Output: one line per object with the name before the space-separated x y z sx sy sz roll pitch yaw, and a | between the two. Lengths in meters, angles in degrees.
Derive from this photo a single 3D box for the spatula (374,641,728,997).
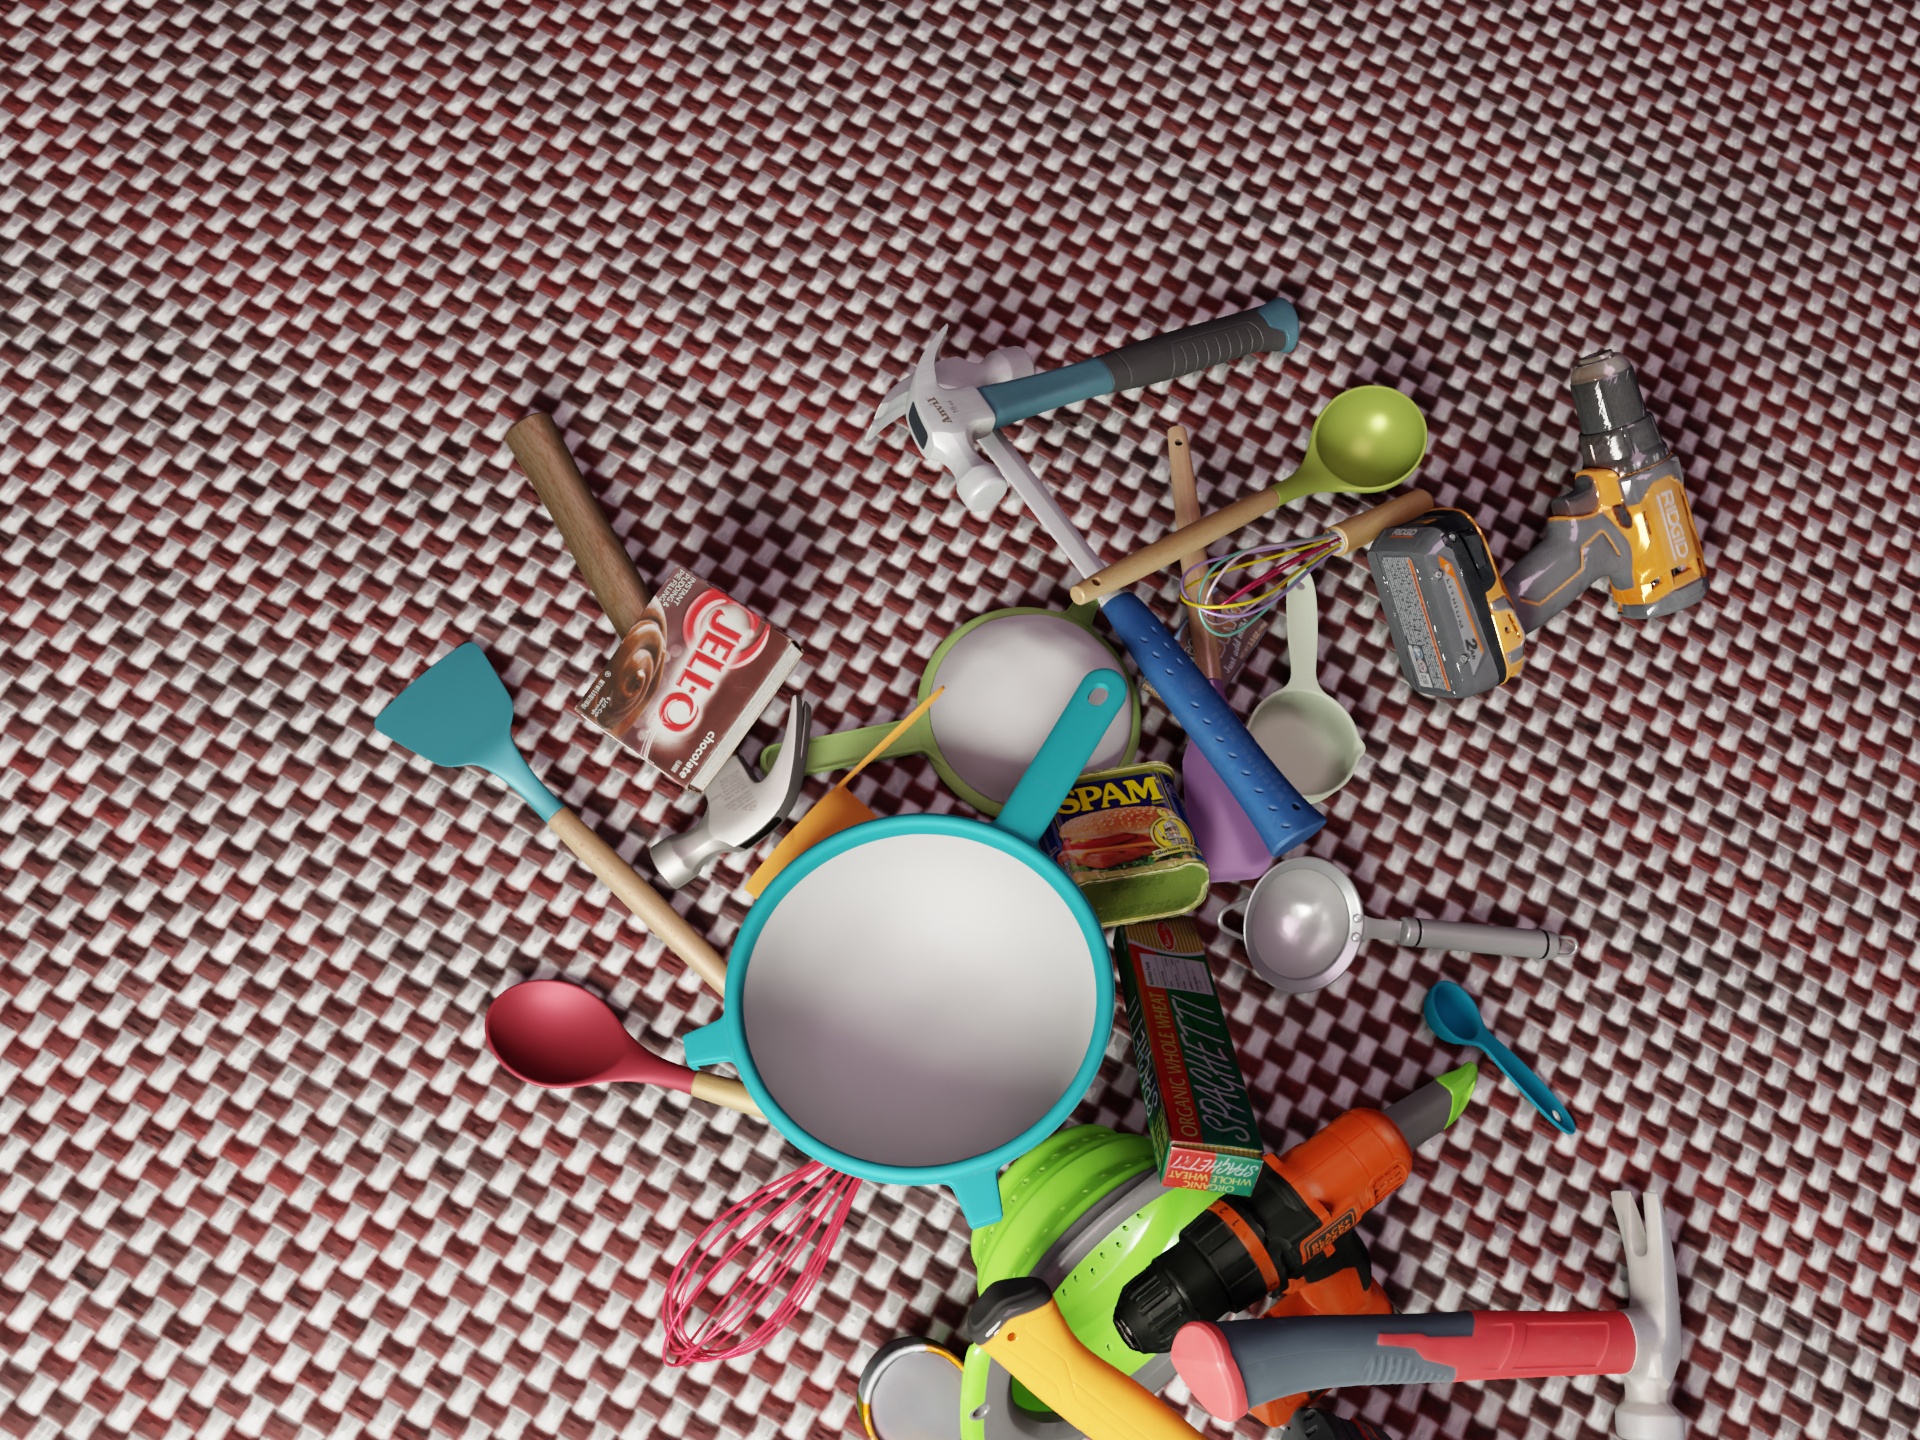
spatula | -0.232 0.078 0.992 0.317 0.044 0.082 44 72 3

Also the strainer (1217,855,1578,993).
strainer | 0.279 0.136 1.022 0.258 0.050 0.087 7 90 -11

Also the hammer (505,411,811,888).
hammer | -0.205 -0.065 1.025 0.130 0.031 0.331 -32 74 3

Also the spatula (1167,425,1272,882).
spatula | 0.163 -0.050 1.046 0.060 0.018 0.316 -7 73 4

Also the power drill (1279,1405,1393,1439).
power drill | 0.274 0.482 0.881 0.219 0.078 0.143 21 94 -5

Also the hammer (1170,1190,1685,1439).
hammer | 0.269 0.325 0.867 0.386 0.038 0.143 13 70 -33

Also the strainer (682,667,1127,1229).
strainer | 0.010 0.117 0.921 0.211 0.095 0.340 25 62 16

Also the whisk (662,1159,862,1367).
whisk | -0.065 0.259 0.934 0.073 0.073 0.296 43 68 8

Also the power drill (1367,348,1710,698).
power drill | 0.391 -0.132 1.074 0.226 0.084 0.185 -24 103 -14

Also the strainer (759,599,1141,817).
strainer | -0.002 -0.003 1.018 0.256 0.069 0.152 -11 74 -12

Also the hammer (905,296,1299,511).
hammer | 0.107 -0.237 1.082 0.331 0.033 0.128 -22 66 -29

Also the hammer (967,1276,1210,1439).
hammer | 0.130 0.395 0.796 0.336 0.034 0.127 41 90 -11

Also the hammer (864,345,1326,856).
hammer | 0.090 -0.083 1.024 0.144 0.035 0.406 -21 67 -35

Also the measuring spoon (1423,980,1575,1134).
measuring spoon | 0.340 0.220 1.014 0.128 0.021 0.042 45 43 0

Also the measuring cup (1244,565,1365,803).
measuring cup | 0.225 -0.022 1.069 0.083 0.038 0.168 6 68 -4

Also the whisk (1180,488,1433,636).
whisk | 0.240 -0.112 1.065 0.245 0.047 0.051 -24 92 -33

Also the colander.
colander | 0.141 0.272 0.932 0.397 0.204 0.095 -21 40 -29

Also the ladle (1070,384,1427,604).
ladle | 0.194 -0.147 1.052 0.320 0.062 0.078 -28 71 -32

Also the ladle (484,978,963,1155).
ladle | -0.129 0.215 0.921 0.315 0.031 0.069 14 48 12

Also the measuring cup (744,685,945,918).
measuring cup | -0.055 0.056 0.970 0.052 0.095 0.173 44 89 2
